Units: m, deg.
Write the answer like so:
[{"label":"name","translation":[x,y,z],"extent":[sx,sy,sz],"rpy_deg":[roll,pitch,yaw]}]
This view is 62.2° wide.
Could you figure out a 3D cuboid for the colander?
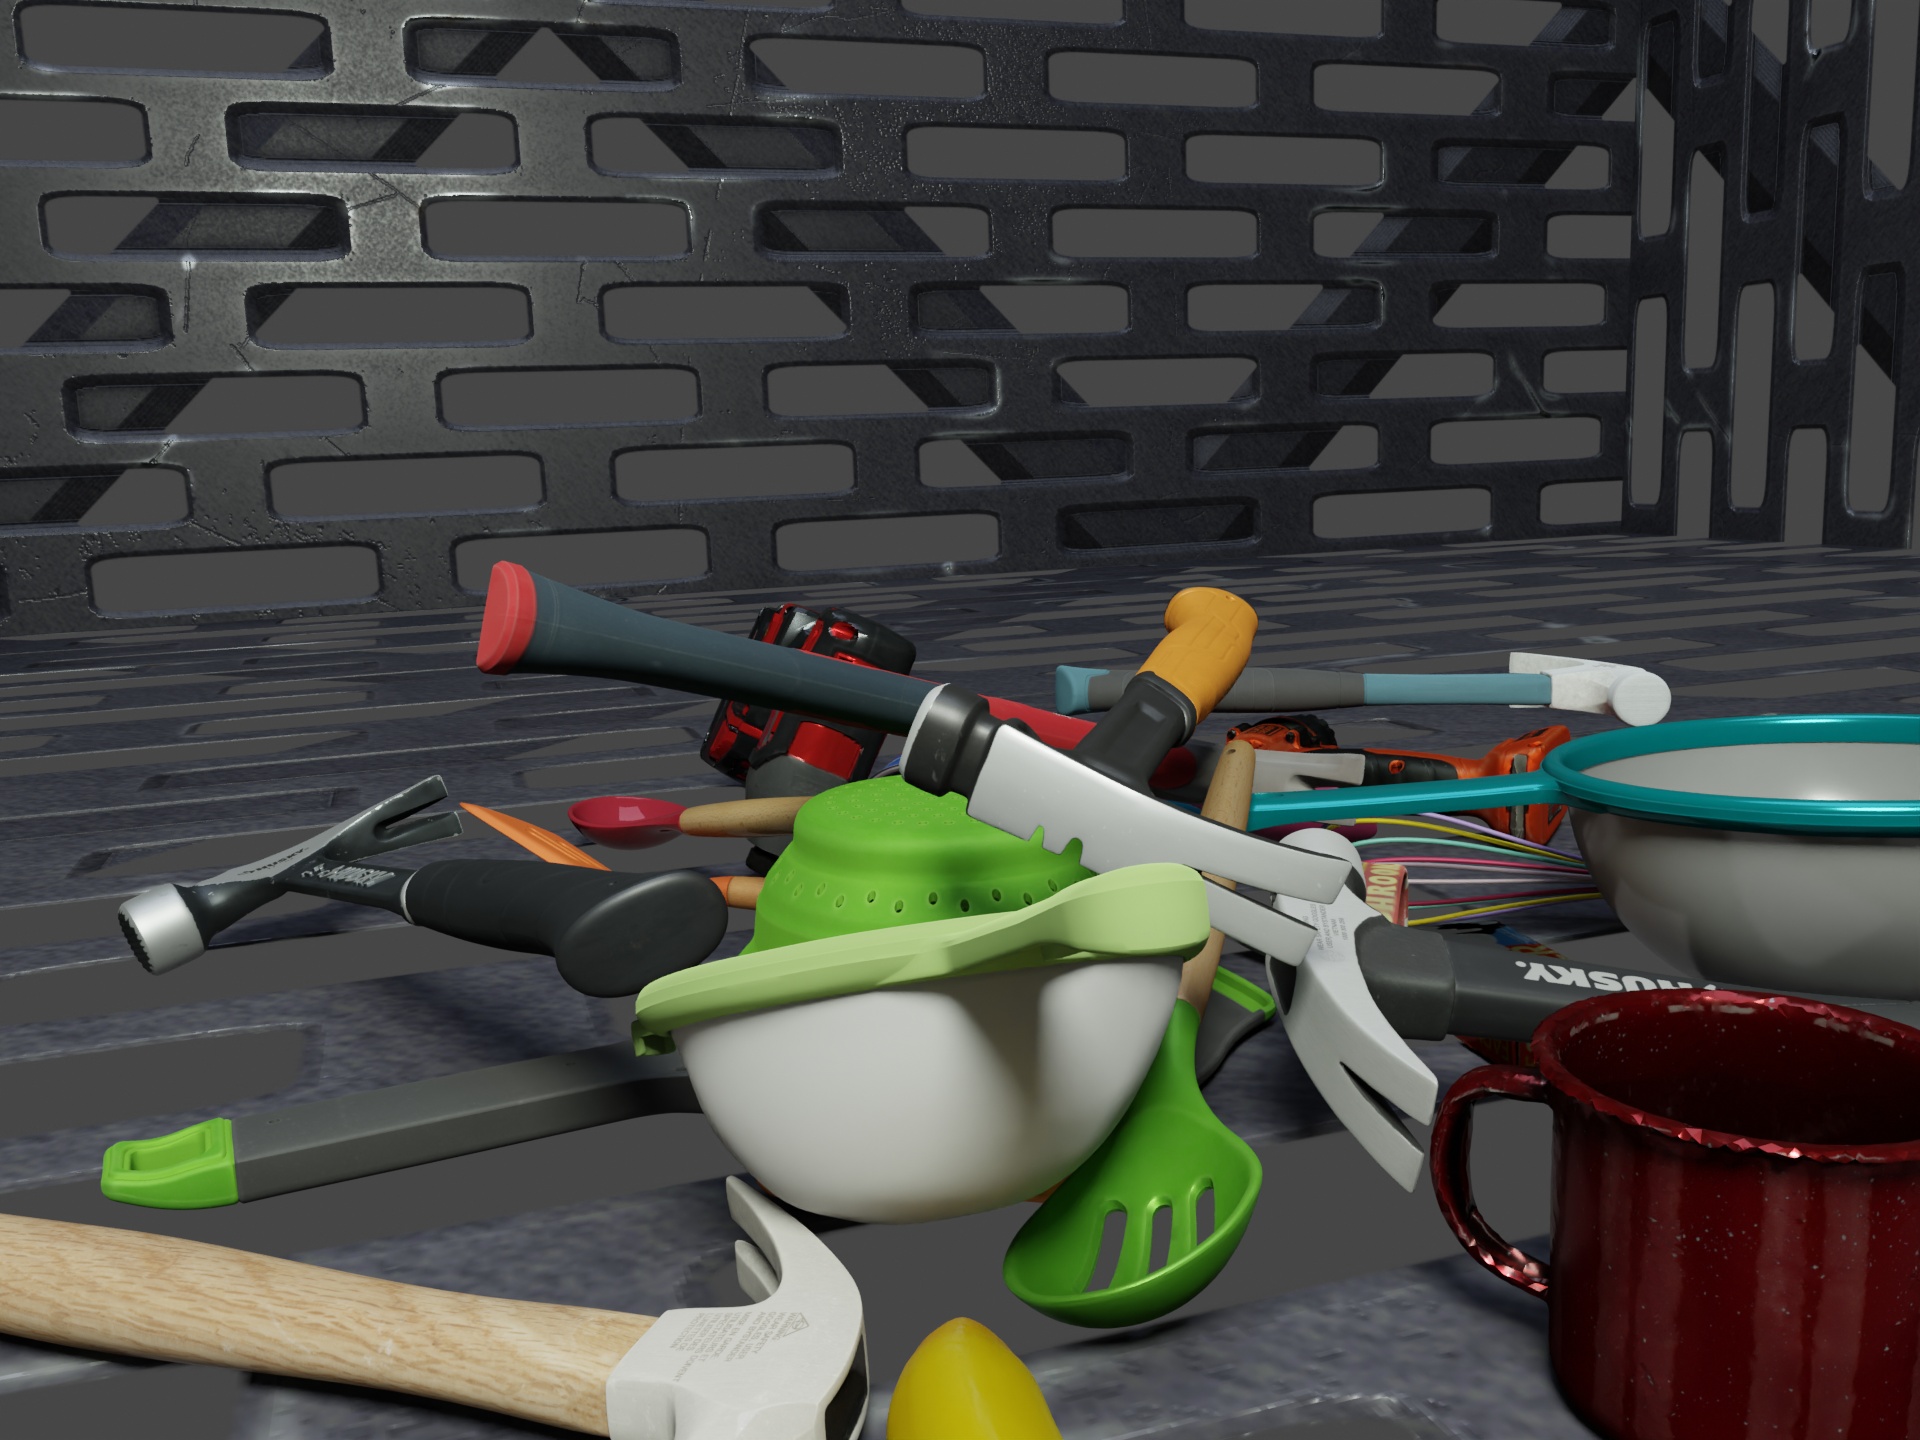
[{"label":"colander","translation":[-0.077,0.081,0.550],"extent":[0.397,0.094,0.205],"rpy_deg":[-7,11,-25]}]

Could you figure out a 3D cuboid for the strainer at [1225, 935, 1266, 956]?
[{"label":"strainer","translation":[0.082,0.072,0.731],"extent":[0.086,0.050,0.259],"rpy_deg":[44,-13,-34]}]

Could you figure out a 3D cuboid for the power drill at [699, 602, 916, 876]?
[{"label":"power drill","translation":[-0.090,0.005,0.898],"extent":[0.078,0.143,0.220],"rpy_deg":[23,1,-13]}]

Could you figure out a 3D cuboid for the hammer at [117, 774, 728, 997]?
[{"label":"hammer","translation":[-0.197,0.062,0.589],"extent":[0.149,0.036,0.409],"rpy_deg":[-28,14,-35]}]

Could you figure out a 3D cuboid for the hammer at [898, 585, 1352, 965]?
[{"label":"hammer","translation":[0.085,-0.006,0.591],"extent":[0.127,0.034,0.337],"rpy_deg":[25,18,9]}]

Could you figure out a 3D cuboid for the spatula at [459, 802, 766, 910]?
[{"label":"spatula","translation":[-0.084,0.074,0.752],"extent":[0.322,0.041,0.081],"rpy_deg":[3,-14,17]}]

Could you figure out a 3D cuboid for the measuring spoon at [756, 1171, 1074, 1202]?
[{"label":"measuring spoon","translation":[-0.004,0.138,0.469],"extent":[0.117,0.011,0.021],"rpy_deg":[2,13,5]}]

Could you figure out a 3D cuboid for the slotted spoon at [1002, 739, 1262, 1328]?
[{"label":"slotted spoon","translation":[0.075,0.080,0.510],"extent":[0.070,0.031,0.314],"rpy_deg":[-20,18,24]}]

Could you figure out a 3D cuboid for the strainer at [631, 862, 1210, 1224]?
[{"label":"strainer","translation":[0.006,0.081,0.365],"extent":[0.151,0.069,0.256],"rpy_deg":[-5,-12,-14]}]

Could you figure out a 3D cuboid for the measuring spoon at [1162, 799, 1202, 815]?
[{"label":"measuring spoon","translation":[0.073,0.043,0.813],"extent":[0.128,0.021,0.042],"rpy_deg":[24,-30,-20]}]

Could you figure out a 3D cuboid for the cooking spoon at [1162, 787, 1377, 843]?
[{"label":"cooking spoon","translation":[0.067,0.052,0.875],"extent":[0.319,0.068,0.017],"rpy_deg":[0,54,27]}]

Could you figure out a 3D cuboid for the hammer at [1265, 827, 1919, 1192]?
[{"label":"hammer","translation":[0.260,0.095,0.462],"extent":[0.335,0.035,0.146],"rpy_deg":[7,23,5]}]

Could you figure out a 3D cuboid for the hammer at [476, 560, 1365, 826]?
[{"label":"hammer","translation":[-0.001,-0.002,0.624],"extent":[0.386,0.038,0.143],"rpy_deg":[12,-4,-43]}]

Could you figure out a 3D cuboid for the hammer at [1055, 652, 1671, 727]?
[{"label":"hammer","translation":[0.218,-0.018,0.917],"extent":[0.331,0.033,0.128],"rpy_deg":[0,6,9]}]

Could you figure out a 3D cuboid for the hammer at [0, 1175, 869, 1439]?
[{"label":"hammer","translation":[-0.179,0.144,0.395],"extent":[0.331,0.031,0.130],"rpy_deg":[1,11,19]}]

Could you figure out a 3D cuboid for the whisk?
[{"label":"whisk","translation":[0.274,0.074,0.703],"extent":[0.245,0.051,0.047],"rpy_deg":[3,31,5]}]

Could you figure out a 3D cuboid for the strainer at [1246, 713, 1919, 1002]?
[{"label":"strainer","translation":[0.271,0.061,0.615],"extent":[0.340,0.095,0.211],"rpy_deg":[-4,7,10]}]

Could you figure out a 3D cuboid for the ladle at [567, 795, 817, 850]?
[{"label":"ladle","translation":[-0.120,0.048,0.779],"extent":[0.069,0.031,0.315],"rpy_deg":[-3,-2,-31]}]
